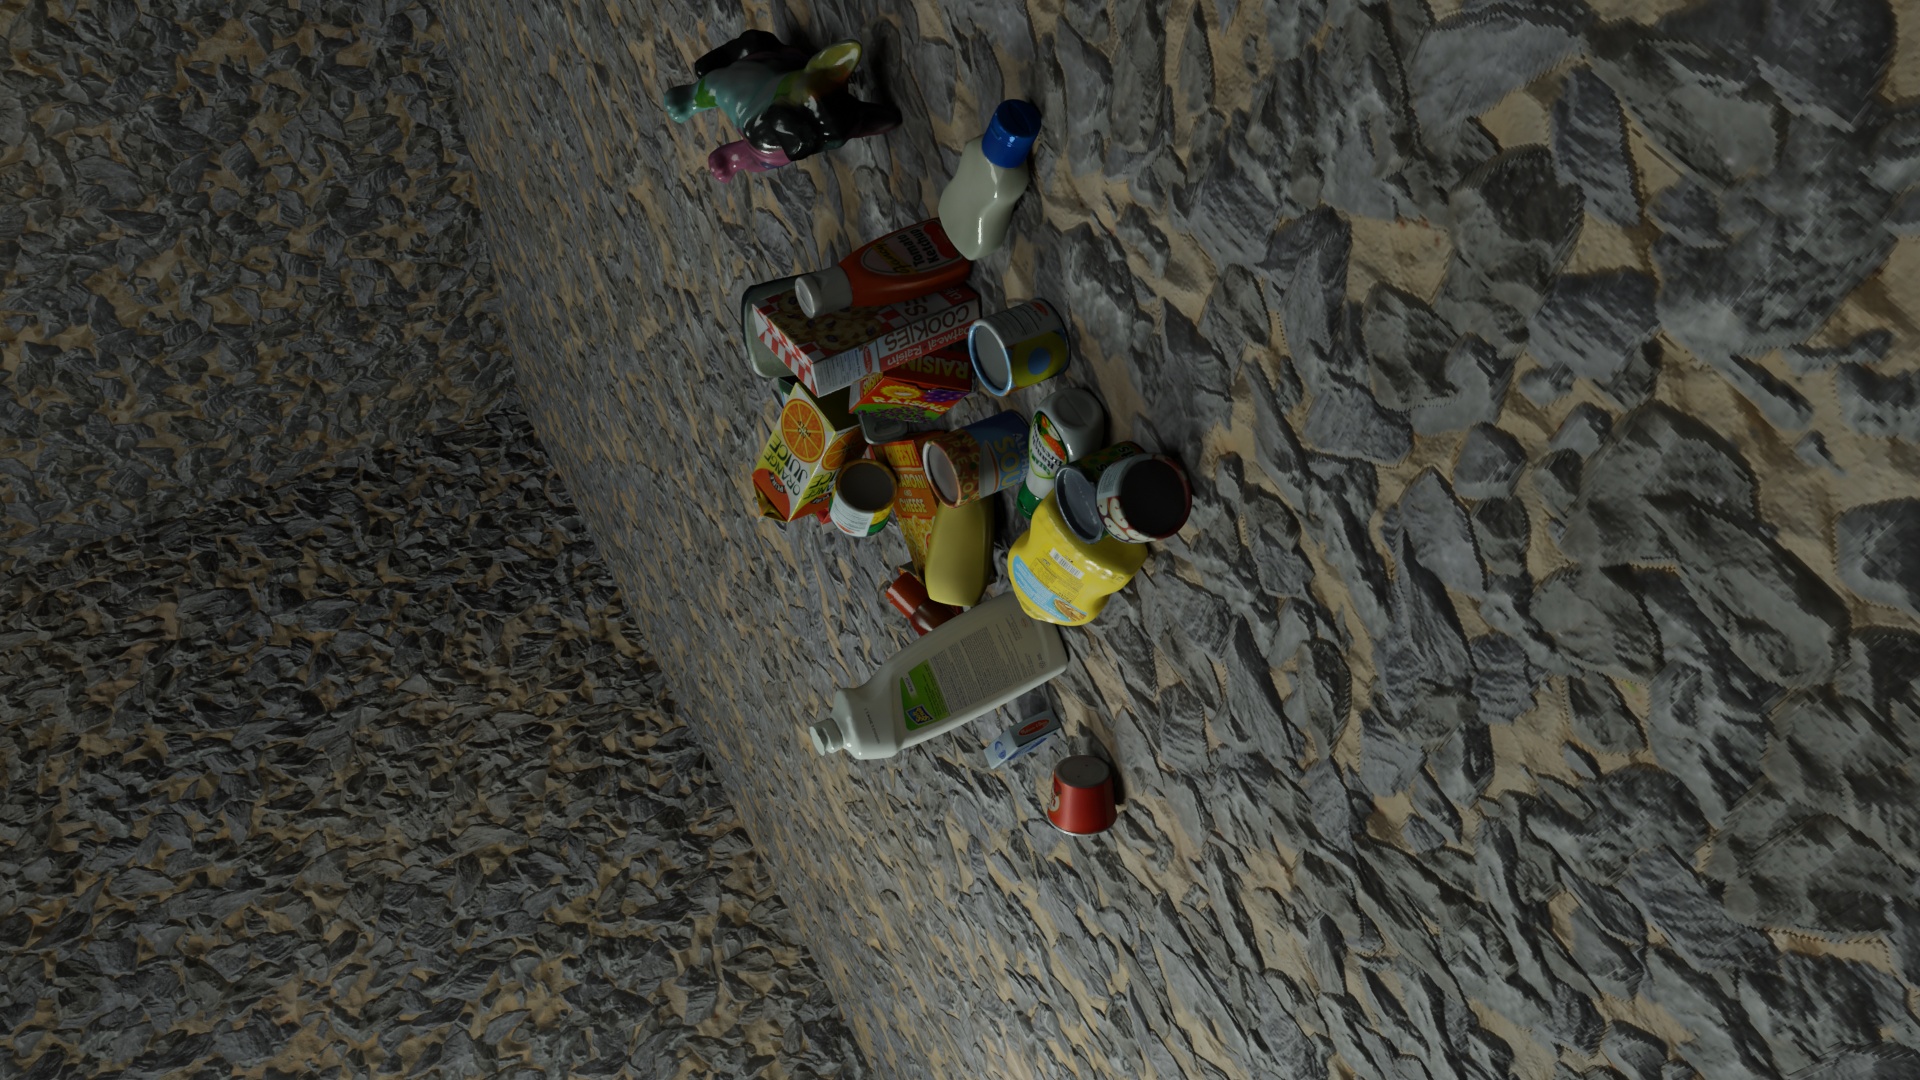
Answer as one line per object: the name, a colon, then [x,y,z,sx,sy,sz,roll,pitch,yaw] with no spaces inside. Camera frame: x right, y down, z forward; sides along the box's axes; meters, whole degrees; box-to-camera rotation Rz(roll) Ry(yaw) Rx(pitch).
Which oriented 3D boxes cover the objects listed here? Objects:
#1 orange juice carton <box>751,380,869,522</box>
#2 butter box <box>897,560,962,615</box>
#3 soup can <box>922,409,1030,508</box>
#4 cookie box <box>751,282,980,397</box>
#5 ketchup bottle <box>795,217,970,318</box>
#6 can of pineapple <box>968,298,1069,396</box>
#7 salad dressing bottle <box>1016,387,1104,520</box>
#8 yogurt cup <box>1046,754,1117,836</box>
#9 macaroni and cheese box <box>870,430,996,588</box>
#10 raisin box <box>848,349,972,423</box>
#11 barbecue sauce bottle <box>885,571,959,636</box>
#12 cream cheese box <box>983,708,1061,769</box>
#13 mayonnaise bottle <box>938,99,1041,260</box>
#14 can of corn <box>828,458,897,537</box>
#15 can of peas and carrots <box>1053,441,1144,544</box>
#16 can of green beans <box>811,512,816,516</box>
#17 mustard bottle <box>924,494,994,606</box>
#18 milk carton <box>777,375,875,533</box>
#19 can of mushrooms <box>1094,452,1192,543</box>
orange juice carton: [-0.161,-0.088,1.491,0.073,0.072,0.191,50,135,17]
butter box: [-0.033,0.060,1.558,0.103,0.024,0.053,24,131,59]
soup can: [0.019,-0.071,1.237,0.071,0.084,0.071,47,150,39]
cookie box: [-0.083,-0.200,1.238,0.123,0.168,0.040,45,151,43]
ketchup bottle: [-0.069,-0.231,1.200,0.065,0.149,0.043,58,157,22]
can of pineapple: [0.047,-0.155,1.130,0.071,0.058,0.070,48,151,38]
salad dressing bottle: [0.079,-0.067,1.158,0.064,0.044,0.147,56,155,21]
yogurt cup: [0.118,0.244,1.339,0.072,0.072,0.053,35,134,52]
macaroni and cheese box: [-0.029,-0.031,1.442,0.123,0.040,0.166,5,115,66]
raisin box: [-0.049,-0.147,1.309,0.123,0.086,0.040,153,123,-67]
barbecue sauce bottle: [-0.015,0.096,1.466,0.148,0.044,0.064,43,162,9]
cream cheese box: [0.063,0.206,1.439,0.024,0.053,0.103,64,158,14]
mayonnaise bottle: [0.024,-0.283,1.086,0.065,0.041,0.147,61,156,12]
can of corn: [-0.101,-0.047,1.451,0.071,0.071,0.058,60,158,17]
can of peas and carrots: [0.116,-0.039,1.082,0.071,0.059,0.070,47,150,39]
can of green beans: [-0.162,-0.068,1.683,0.071,0.058,0.071,48,151,38]
mustard bottle: [0.005,-0.017,1.344,0.049,0.065,0.159,-72,-9,-70]
milk carton: [-0.145,-0.102,1.597,0.073,0.072,0.189,33,139,54]
can of mushrooms: [0.138,-0.030,1.033,0.033,0.071,0.071,-15,97,67]
